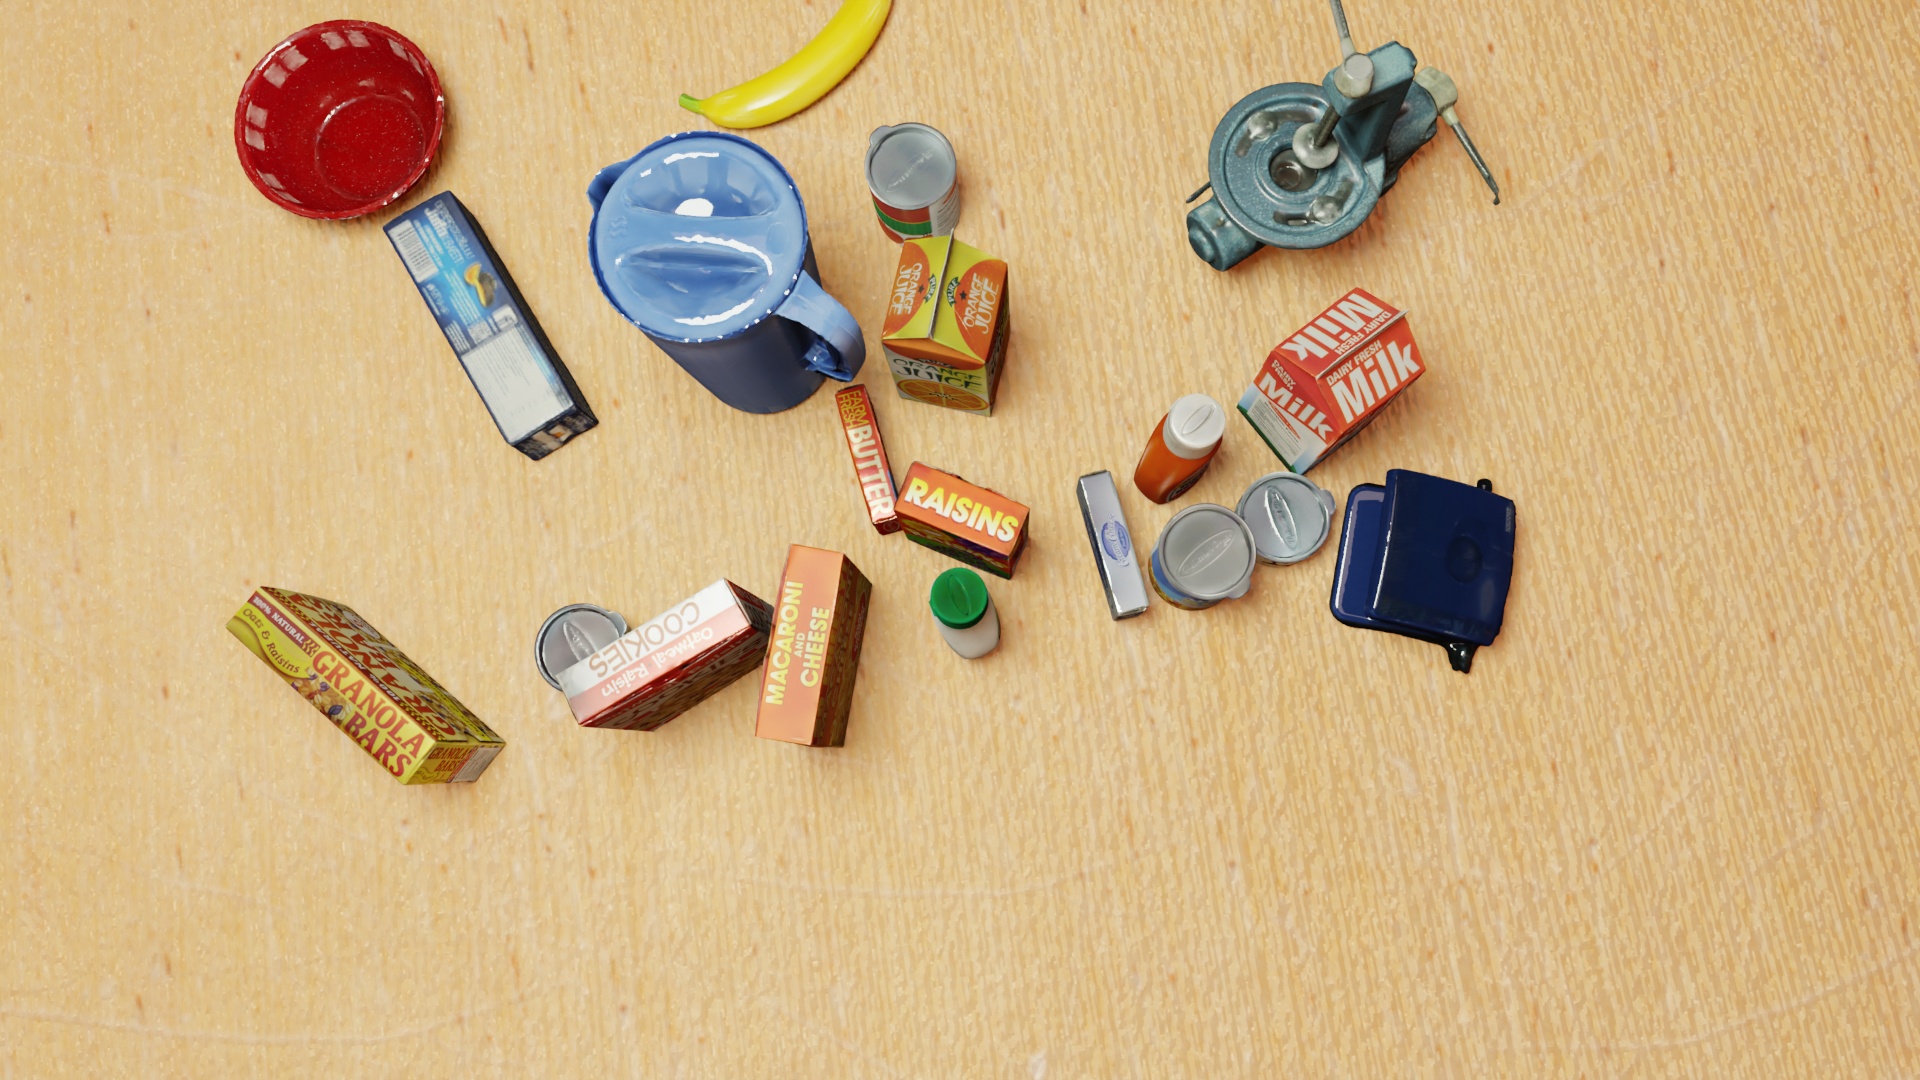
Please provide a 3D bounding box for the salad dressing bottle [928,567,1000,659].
[{"bbox_3d":[0.002,0.046,0.945,0.044,0.147,0.064,-23,81,-1],"label":"salad dressing bottle"}]

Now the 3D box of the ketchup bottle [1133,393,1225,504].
[{"bbox_3d":[0.153,-0.066,0.957,0.065,0.148,0.043,-45,82,-4],"label":"ketchup bottle"}]

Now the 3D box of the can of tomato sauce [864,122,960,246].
[{"bbox_3d":[-0.036,-0.262,1.032,0.071,0.083,0.071,0,81,2],"label":"can of tomato sauce"}]

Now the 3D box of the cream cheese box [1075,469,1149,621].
[{"bbox_3d":[0.108,0.005,0.996,0.024,0.053,0.104,-15,80,0],"label":"cream cheese box"}]

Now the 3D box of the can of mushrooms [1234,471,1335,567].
[{"bbox_3d":[0.234,-0.015,1.004,0.071,0.033,0.071,0,81,2],"label":"can of mushrooms"}]

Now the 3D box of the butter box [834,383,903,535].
[{"bbox_3d":[-0.065,-0.058,1.014,0.024,0.053,0.103,-17,80,0],"label":"butter box"}]

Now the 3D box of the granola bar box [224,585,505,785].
[{"bbox_3d":[-0.408,0.102,0.965,0.165,0.124,0.039,38,85,8],"label":"granola bar box"}]

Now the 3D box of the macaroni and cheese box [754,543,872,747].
[{"bbox_3d":[-0.097,0.076,0.935,0.040,0.166,0.124,8,81,4],"label":"macaroni and cheese box"}]

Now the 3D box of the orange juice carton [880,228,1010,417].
[{"bbox_3d":[-0.008,-0.147,0.956,0.073,0.192,0.072,13,82,4],"label":"orange juice carton"}]

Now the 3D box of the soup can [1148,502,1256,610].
[{"bbox_3d":[0.170,0.016,0.976,0.071,0.083,0.071,0,81,2],"label":"soup can"}]

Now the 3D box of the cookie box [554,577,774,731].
[{"bbox_3d":[-0.186,0.081,0.937,0.123,0.167,0.040,-31,81,-3],"label":"cookie box"}]

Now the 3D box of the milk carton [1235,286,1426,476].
[{"bbox_3d":[0.250,-0.107,0.939,0.072,0.190,0.073,-37,81,-3],"label":"milk carton"}]

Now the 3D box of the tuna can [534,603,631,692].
[{"bbox_3d":[-0.270,0.078,1.010,0.071,0.033,0.071,0,81,2],"label":"tuna can"}]

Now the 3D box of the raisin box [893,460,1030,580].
[{"bbox_3d":[0.003,-0.012,0.968,0.086,0.123,0.040,23,83,6],"label":"raisin box"}]
